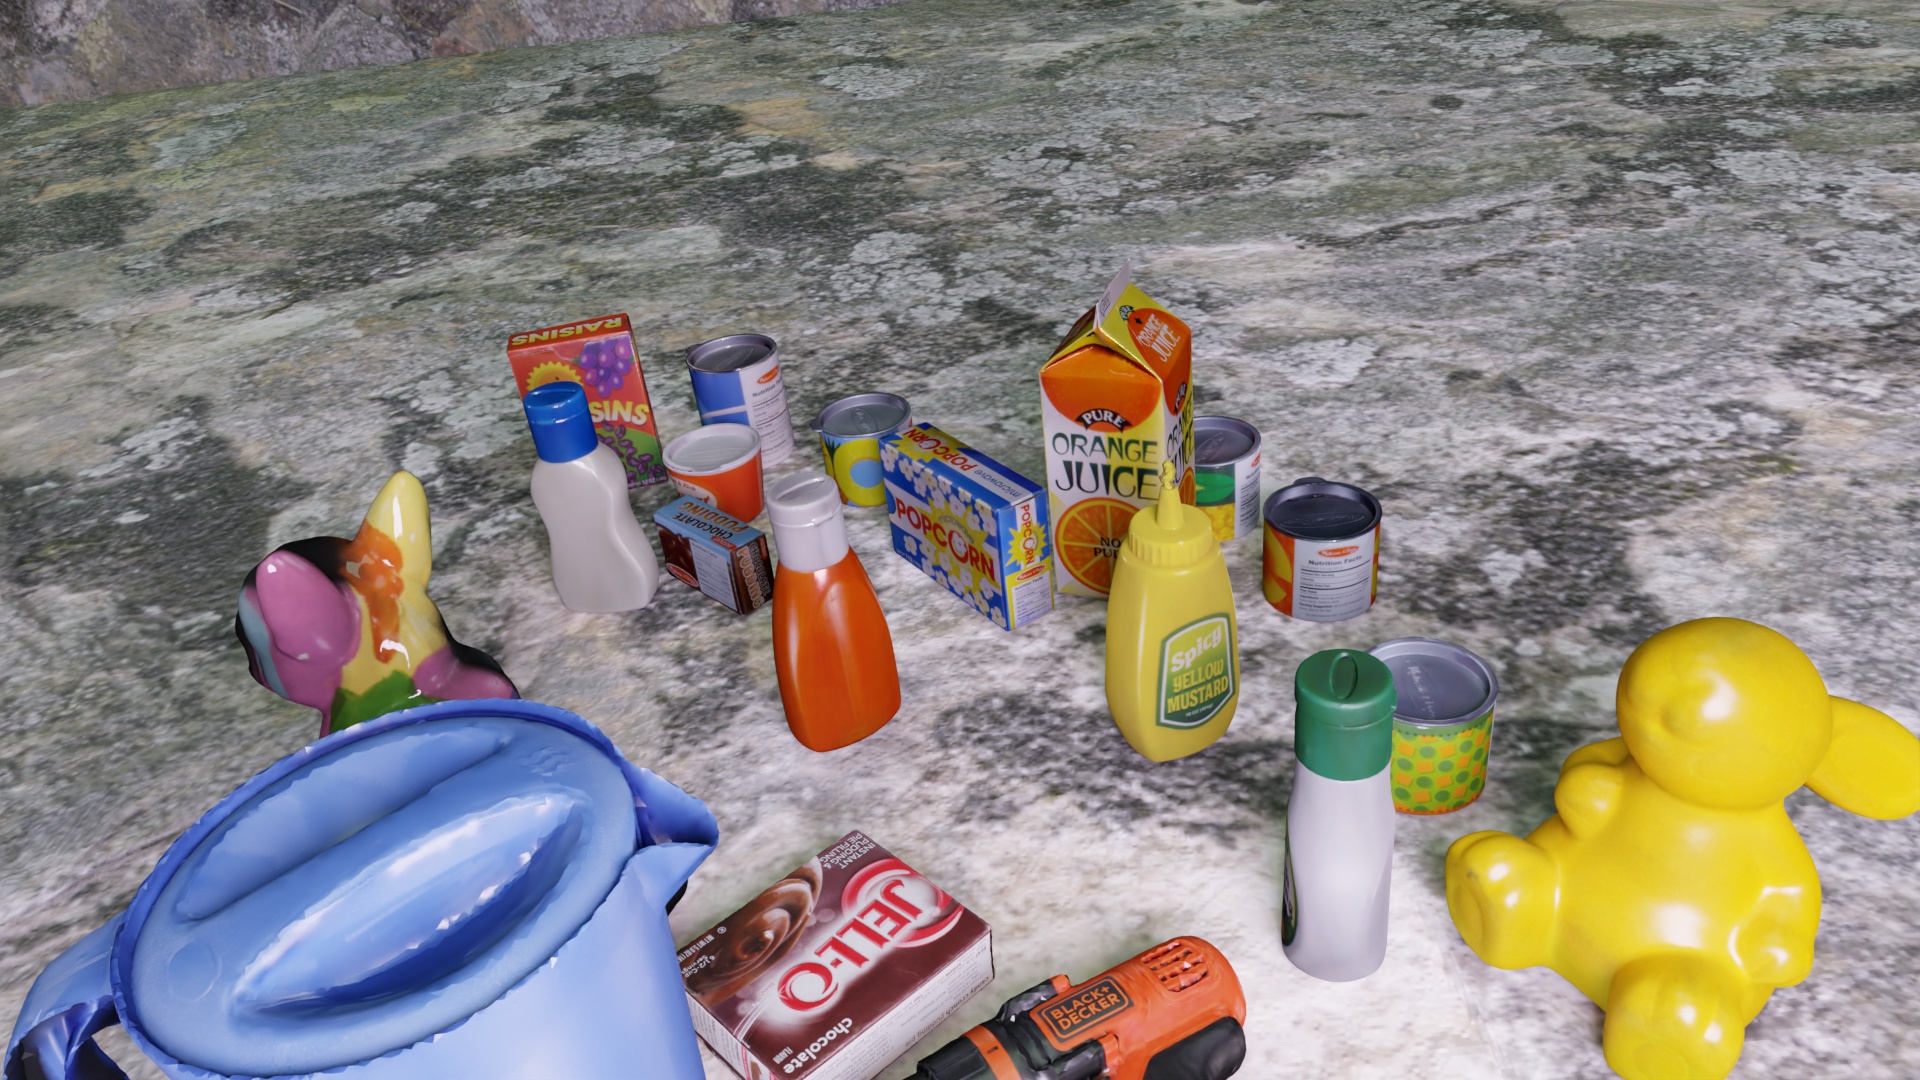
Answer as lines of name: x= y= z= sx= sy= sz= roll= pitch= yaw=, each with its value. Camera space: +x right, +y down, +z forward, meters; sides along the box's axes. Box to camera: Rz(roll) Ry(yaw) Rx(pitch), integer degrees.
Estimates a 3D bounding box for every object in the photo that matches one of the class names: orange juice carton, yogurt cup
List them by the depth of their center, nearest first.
orange juice carton: x=0.094 y=-0.062 z=0.808 sx=0.073 sy=0.191 sz=0.072 roll=7 pitch=34 yaw=21
yogurt cup: x=-0.167 y=-0.043 z=0.961 sx=0.072 sy=0.053 sz=0.073 roll=-5 pitch=32 yaw=3

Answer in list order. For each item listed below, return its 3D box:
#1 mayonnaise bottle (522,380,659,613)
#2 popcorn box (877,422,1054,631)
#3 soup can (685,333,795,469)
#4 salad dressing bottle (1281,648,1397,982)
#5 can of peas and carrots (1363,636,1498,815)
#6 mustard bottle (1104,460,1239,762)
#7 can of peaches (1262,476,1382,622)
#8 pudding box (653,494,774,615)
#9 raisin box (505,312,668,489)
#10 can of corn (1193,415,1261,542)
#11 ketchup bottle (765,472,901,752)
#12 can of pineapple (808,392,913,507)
mayonnaise bottle: x=-0.231 y=-0.025 z=0.855 sx=0.065 sy=0.147 sz=0.041 roll=-1 pitch=32 yaw=9
popcorn box: x=0.003 y=-0.011 z=0.845 sx=0.038 sy=0.084 sz=0.127 roll=-25 pitch=36 yaw=-27
soup can: x=-0.164 y=-0.102 z=1.027 sx=0.071 sy=0.083 sz=0.072 roll=-5 pitch=32 yaw=3
salad dressing bottle: x=0.152 y=0.112 z=0.559 sx=0.044 sy=0.147 sz=0.064 roll=4 pitch=33 yaw=17
can of peas and carrots: x=0.218 y=0.089 z=0.666 sx=0.071 sy=0.058 sz=0.071 roll=-5 pitch=32 yaw=3
mustard bottle: x=0.103 y=0.034 z=0.683 sx=0.065 sy=0.159 sz=0.049 roll=-20 pitch=34 yaw=-20
can of peaches: x=0.208 y=0.005 z=0.805 sx=0.071 sy=0.057 sz=0.071 roll=-5 pitch=32 yaw=3
pudding box: x=-0.156 y=0.008 z=0.880 sx=0.084 sy=0.049 sz=0.030 roll=23 pitch=43 yaw=39
raisin box: x=-0.266 y=-0.093 z=0.996 sx=0.086 sy=0.122 sz=0.040 roll=-12 pitch=32 yaw=-8
can of corn: x=0.156 y=-0.040 z=0.887 sx=0.071 sy=0.058 sz=0.071 roll=-5 pitch=32 yaw=3
ketchup bottle: x=-0.070 y=0.037 z=0.723 sx=0.065 sy=0.148 sz=0.043 roll=-26 pitch=36 yaw=-28
can of pineapple: x=-0.066 y=-0.064 z=0.970 sx=0.071 sy=0.057 sz=0.071 roll=-5 pitch=32 yaw=3
